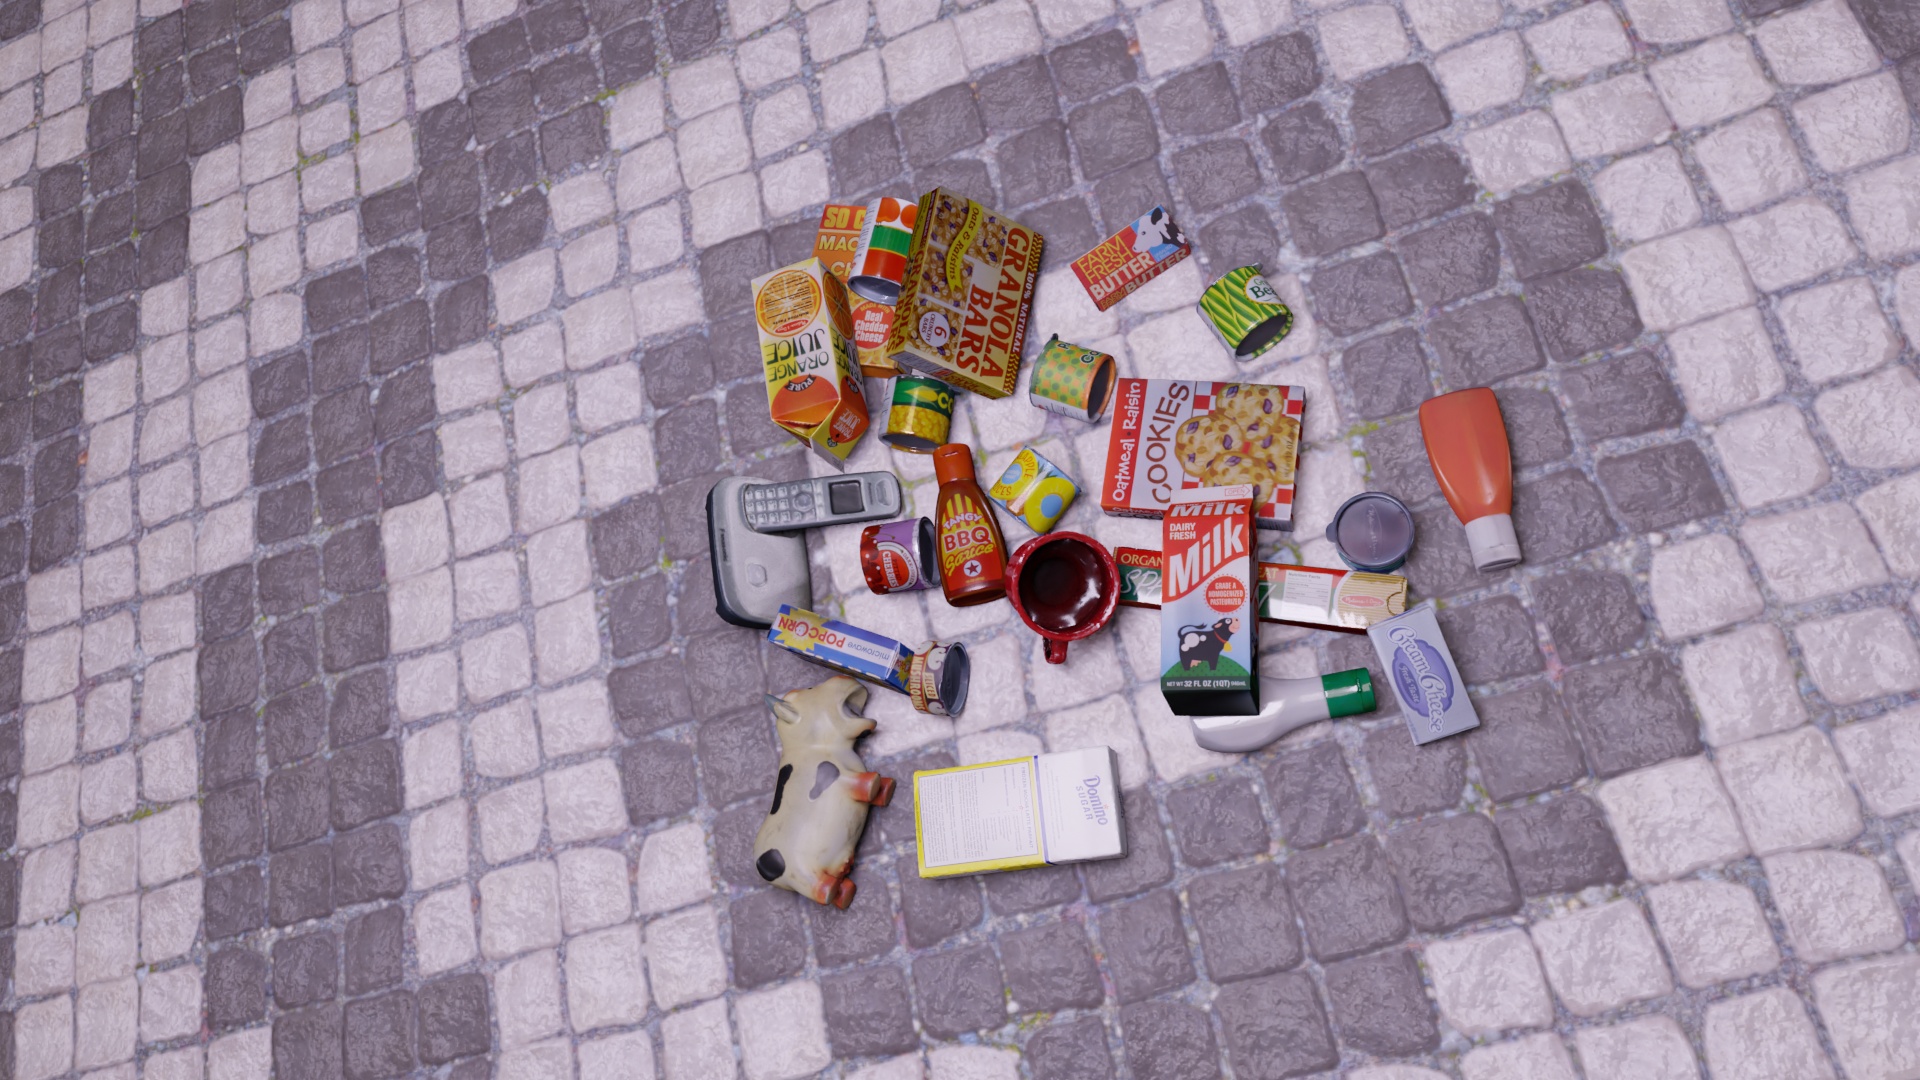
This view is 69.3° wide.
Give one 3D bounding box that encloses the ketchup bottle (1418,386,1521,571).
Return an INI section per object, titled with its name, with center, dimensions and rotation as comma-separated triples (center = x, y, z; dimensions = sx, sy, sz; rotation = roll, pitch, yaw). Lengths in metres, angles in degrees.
[ketchup bottle]
center = 0.426, -0.050, 1.147
dimensions = 0.064, 0.043, 0.149
rotation = -13, 70, 16

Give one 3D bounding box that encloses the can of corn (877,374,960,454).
[can of corn]
center = -0.039, -0.118, 1.312
dimensions = 0.071, 0.071, 0.058
rotation = 5, 77, 20

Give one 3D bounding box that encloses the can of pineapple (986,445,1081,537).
[can of pineapple]
center = 0.065, -0.044, 1.252
dimensions = 0.071, 0.071, 0.058
rotation = 38, 89, 24

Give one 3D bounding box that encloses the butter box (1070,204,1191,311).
[butter box]
center = 0.160, -0.266, 1.313
dimensions = 0.103, 0.024, 0.053
rotation = -33, 66, 6

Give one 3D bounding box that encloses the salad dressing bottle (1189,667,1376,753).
[salad dressing bottle]
center = 0.265, 0.136, 1.145
dimensions = 0.147, 0.044, 0.064
rotation = -12, 66, 14

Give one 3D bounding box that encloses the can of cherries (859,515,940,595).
[can of cherries]
center = -0.055, 0.015, 1.274
dimensions = 0.058, 0.071, 0.071
rotation = -9, 72, 16

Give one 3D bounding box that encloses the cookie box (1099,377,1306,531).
[cookie box]
center = 0.214, -0.077, 1.229
dimensions = 0.167, 0.040, 0.123
rotation = 5, 75, 19

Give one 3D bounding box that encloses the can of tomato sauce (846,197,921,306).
[can of tomato sauce]
center = -0.064, -0.274, 1.324
dimensions = 0.071, 0.071, 0.083
rotation = 8, 77, 21

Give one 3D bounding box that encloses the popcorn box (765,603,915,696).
[popcorn box]
center = -0.099, 0.100, 1.254
dimensions = 0.127, 0.085, 0.038
rotation = 16, 79, 23

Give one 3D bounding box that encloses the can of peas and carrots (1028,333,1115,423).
[can of peas and carrots]
center = 0.104, -0.148, 1.272
dimensions = 0.059, 0.071, 0.071
rotation = 20, 81, 22

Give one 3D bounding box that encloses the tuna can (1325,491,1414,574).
[tuna can]
center = 0.344, -0.005, 1.166
dimensions = 0.071, 0.033, 0.071
rotation = -5, 72, 17

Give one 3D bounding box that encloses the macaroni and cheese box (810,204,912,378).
[macaroni and cheese box]
center = -0.094, -0.248, 1.384
dimensions = 0.124, 0.040, 0.167
rotation = 9, 77, 20

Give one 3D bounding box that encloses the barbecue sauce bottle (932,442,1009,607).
[barbecue sauce bottle]
center = 0.005, -0.016, 1.278
dimensions = 0.065, 0.043, 0.149
rotation = -13, 70, 6

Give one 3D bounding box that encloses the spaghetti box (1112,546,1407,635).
[spaghetti box]
center = 0.250, 0.043, 1.186
dimensions = 0.250, 0.028, 0.050
rotation = 6, 76, 20

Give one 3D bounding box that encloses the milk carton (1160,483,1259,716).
[milk carton]
center = 0.206, 0.043, 1.139
dimensions = 0.072, 0.073, 0.191
rotation = -4, 66, 17

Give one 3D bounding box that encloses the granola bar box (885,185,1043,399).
[granola bar box]
center = 0.005, -0.230, 1.303
dimensions = 0.039, 0.124, 0.166
rotation = -9, 66, 57

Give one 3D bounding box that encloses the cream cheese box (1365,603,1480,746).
[cream cheese box]
center = 0.369, 0.108, 1.111
dimensions = 0.053, 0.024, 0.104
rotation = -23, 88, 11

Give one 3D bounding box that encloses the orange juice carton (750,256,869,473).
[orange juice carton]
center = -0.139, -0.161, 1.312
dimensions = 0.073, 0.071, 0.193
rotation = -16, 71, 14

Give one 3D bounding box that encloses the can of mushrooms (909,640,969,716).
[can of mushrooms]
center = -0.019, 0.122, 1.229
dimensions = 0.033, 0.071, 0.071
rotation = 2, 75, 21

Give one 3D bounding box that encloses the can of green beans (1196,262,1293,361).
[can of green beans]
center = 0.254, -0.202, 1.239
dimensions = 0.071, 0.071, 0.058
rotation = -34, 67, 6
